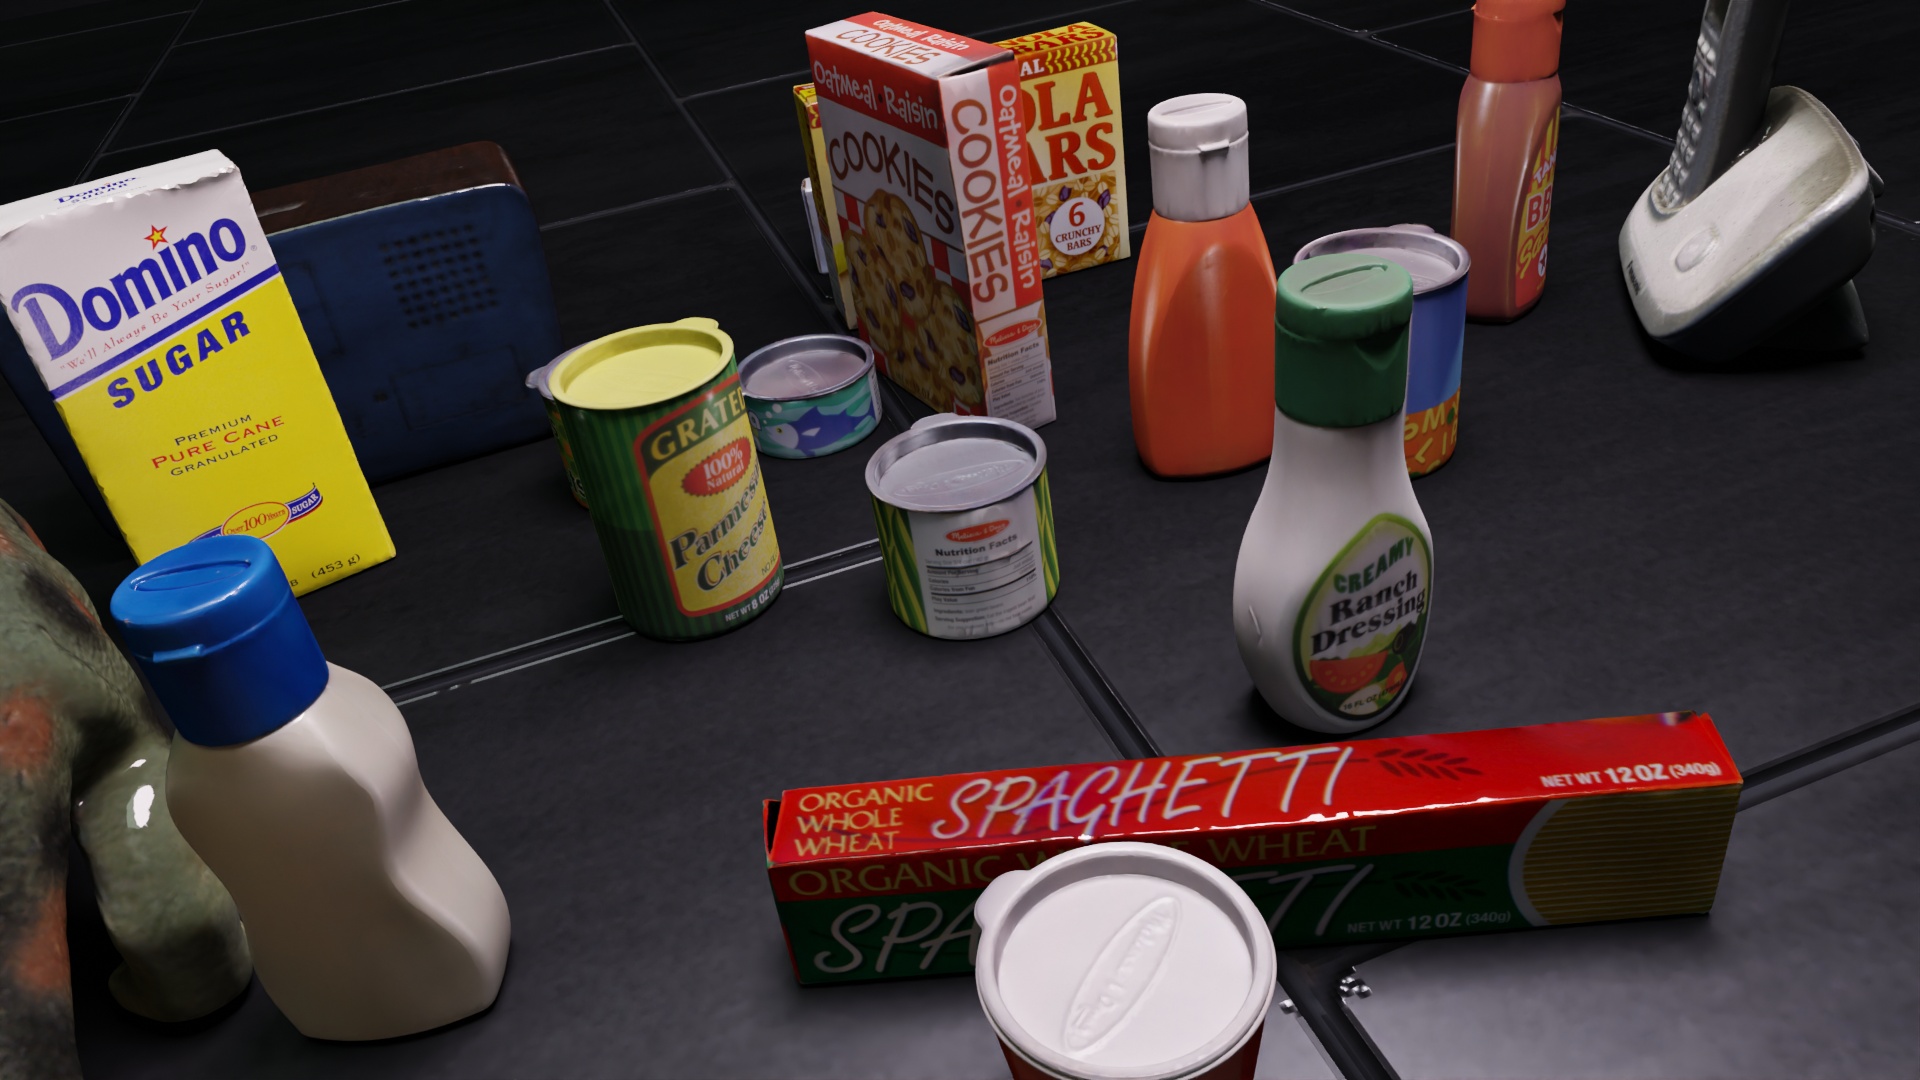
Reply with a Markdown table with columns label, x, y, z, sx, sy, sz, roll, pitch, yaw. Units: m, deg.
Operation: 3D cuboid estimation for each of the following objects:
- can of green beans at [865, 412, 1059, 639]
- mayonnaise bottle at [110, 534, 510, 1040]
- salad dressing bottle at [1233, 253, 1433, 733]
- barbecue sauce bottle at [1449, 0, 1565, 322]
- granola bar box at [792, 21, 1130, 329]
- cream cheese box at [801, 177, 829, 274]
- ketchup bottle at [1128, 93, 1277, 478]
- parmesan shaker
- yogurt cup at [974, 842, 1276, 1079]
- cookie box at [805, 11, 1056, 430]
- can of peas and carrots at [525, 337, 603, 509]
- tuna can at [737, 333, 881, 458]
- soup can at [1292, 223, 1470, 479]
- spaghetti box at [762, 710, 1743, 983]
| label | x | y | z | sx | sy | sz | roll | pitch | yaw |
| --- | --- | --- | --- | --- | --- | --- | --- | --- | --- |
| can of green beans | 0.002 | -0.005 | 0.515 | 0.071 | 0.057 | 0.071 | -6 | 33 | 4 |
| mayonnaise bottle | -0.168 | 0.068 | 0.361 | 0.065 | 0.147 | 0.041 | -9 | 33 | 0 |
| salad dressing bottle | 0.113 | -0.011 | 0.417 | 0.064 | 0.147 | 0.044 | -20 | 35 | -17 |
| barbecue sauce bottle | 0.251 | -0.179 | 0.639 | 0.044 | 0.147 | 0.065 | 14 | 39 | 31 |
| granola bar box | 0.004 | -0.194 | 0.740 | 0.166 | 0.123 | 0.039 | -17 | 34 | -12 |
| cream cheese box | -0.036 | -0.190 | 0.807 | 0.104 | 0.053 | 0.024 | -8 | 33 | 0 |
| ketchup bottle | 0.097 | -0.098 | 0.552 | 0.065 | 0.148 | 0.044 | -13 | 33 | -6 |
| parmesan shaker | -0.106 | -0.023 | 0.526 | 0.071 | 0.102 | 0.072 | -6 | 33 | 4 |
| yogurt cup | 0.040 | 0.115 | 0.329 | 0.072 | 0.053 | 0.073 | -6 | 33 | 4 |
| cookie box | -0.013 | -0.142 | 0.625 | 0.040 | 0.166 | 0.123 | -24 | 36 | -22 |
| can of peas and carrots | -0.151 | -0.052 | 0.620 | 0.071 | 0.058 | 0.071 | -6 | 33 | 4 |
| tuna can | -0.073 | -0.067 | 0.649 | 0.071 | 0.032 | 0.071 | -6 | 33 | 4 |
| soup can | 0.169 | -0.076 | 0.560 | 0.071 | 0.083 | 0.072 | -6 | 33 | 4 |
| spaghetti box | 0.073 | 0.083 | 0.372 | 0.250 | 0.050 | 0.029 | -6 | 33 | 4 |
